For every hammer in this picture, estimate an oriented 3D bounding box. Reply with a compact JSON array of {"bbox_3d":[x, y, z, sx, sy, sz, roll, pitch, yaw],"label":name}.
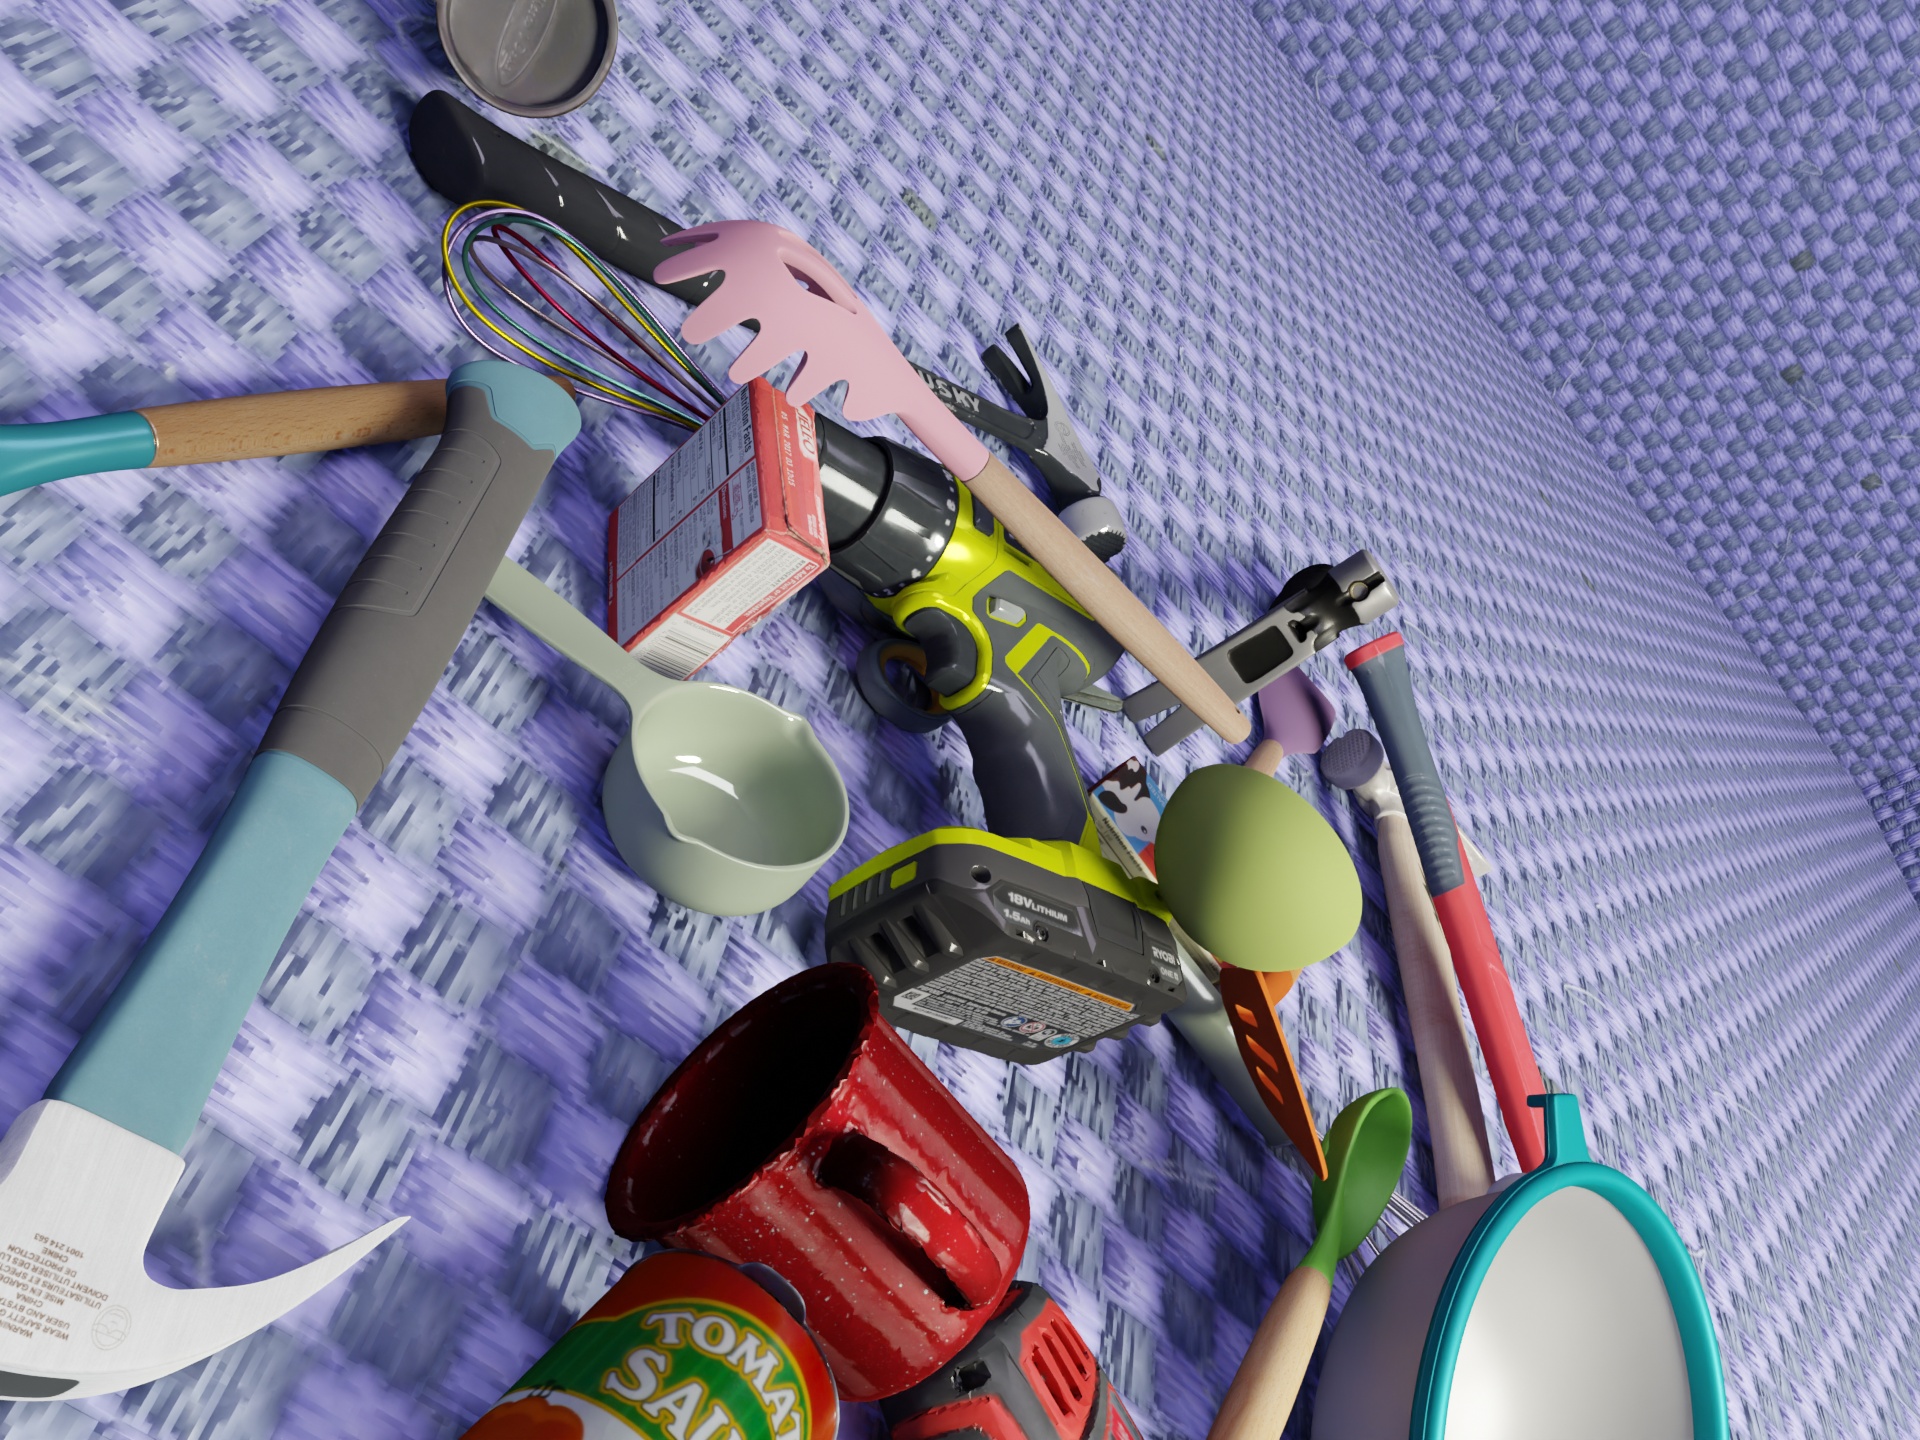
[{"bbox_3d":[0.185,-0.056,0.921,0.035,0.146,0.335,56,19,1],"label":"hammer"},{"bbox_3d":[0.266,0.183,0.859,0.146,0.038,0.411,41,33,-26],"label":"hammer"},{"bbox_3d":[-0.068,-0.187,0.747,0.408,0.036,0.149,16,47,-47],"label":"hammer"},{"bbox_3d":[0.283,0.114,0.875,0.143,0.038,0.387,32,38,-40],"label":"hammer"},{"bbox_3d":[-0.163,0.006,0.407,0.128,0.033,0.331,40,37,-26],"label":"hammer"}]

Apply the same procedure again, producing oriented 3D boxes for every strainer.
[{"bbox_3d":[0.228,0.320,0.614,0.211,0.095,0.340,-48,115,-36],"label":"strainer"}]

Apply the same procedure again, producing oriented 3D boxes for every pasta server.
[{"bbox_3d":[0.015,-0.075,0.594,0.316,0.040,0.060,40,32,-35],"label":"pasta server"}]

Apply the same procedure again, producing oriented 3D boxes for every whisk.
[{"bbox_3d":[0.149,0.182,0.686,0.059,0.058,0.246,-38,89,-30],"label":"whisk"},{"bbox_3d":[-0.100,-0.127,0.638,0.244,0.051,0.047,32,32,-40],"label":"whisk"}]

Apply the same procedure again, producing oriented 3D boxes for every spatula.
[{"bbox_3d":[0.167,0.024,0.891,0.060,0.018,0.316,48,29,0],"label":"spatula"},{"bbox_3d":[0.154,0.107,0.711,0.322,0.041,0.081,-24,95,-68],"label":"spatula"},{"bbox_3d":[-0.201,-0.082,0.446,0.317,0.044,0.082,-33,112,-62],"label":"spatula"}]

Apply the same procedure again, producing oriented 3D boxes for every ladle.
[{"bbox_3d":[0.128,0.057,0.665,0.078,0.062,0.320,46,8,11],"label":"ladle"}]

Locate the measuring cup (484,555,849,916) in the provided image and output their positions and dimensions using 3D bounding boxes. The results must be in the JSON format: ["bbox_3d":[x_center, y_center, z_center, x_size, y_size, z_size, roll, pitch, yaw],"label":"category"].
[{"bbox_3d":[-0.112,-0.001,0.511,0.167,0.038,0.083,39,34,3],"label":"measuring cup"}]

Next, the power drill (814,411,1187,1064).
[{"bbox_3d":[-0.001,-0.002,0.599,0.190,0.080,0.229,27,45,-41],"label":"power drill"}]

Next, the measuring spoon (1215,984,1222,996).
[{"bbox_3d":[0.140,0.104,0.773,0.034,0.018,0.124,44,31,-19],"label":"measuring spoon"}]

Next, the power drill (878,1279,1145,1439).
[{"bbox_3d":[0.009,0.265,0.378,0.188,0.080,0.226,59,27,6],"label":"power drill"}]

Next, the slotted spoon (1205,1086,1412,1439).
[{"bbox_3d":[0.110,0.198,0.527,0.314,0.031,0.070,-22,120,-64],"label":"slotted spoon"}]
